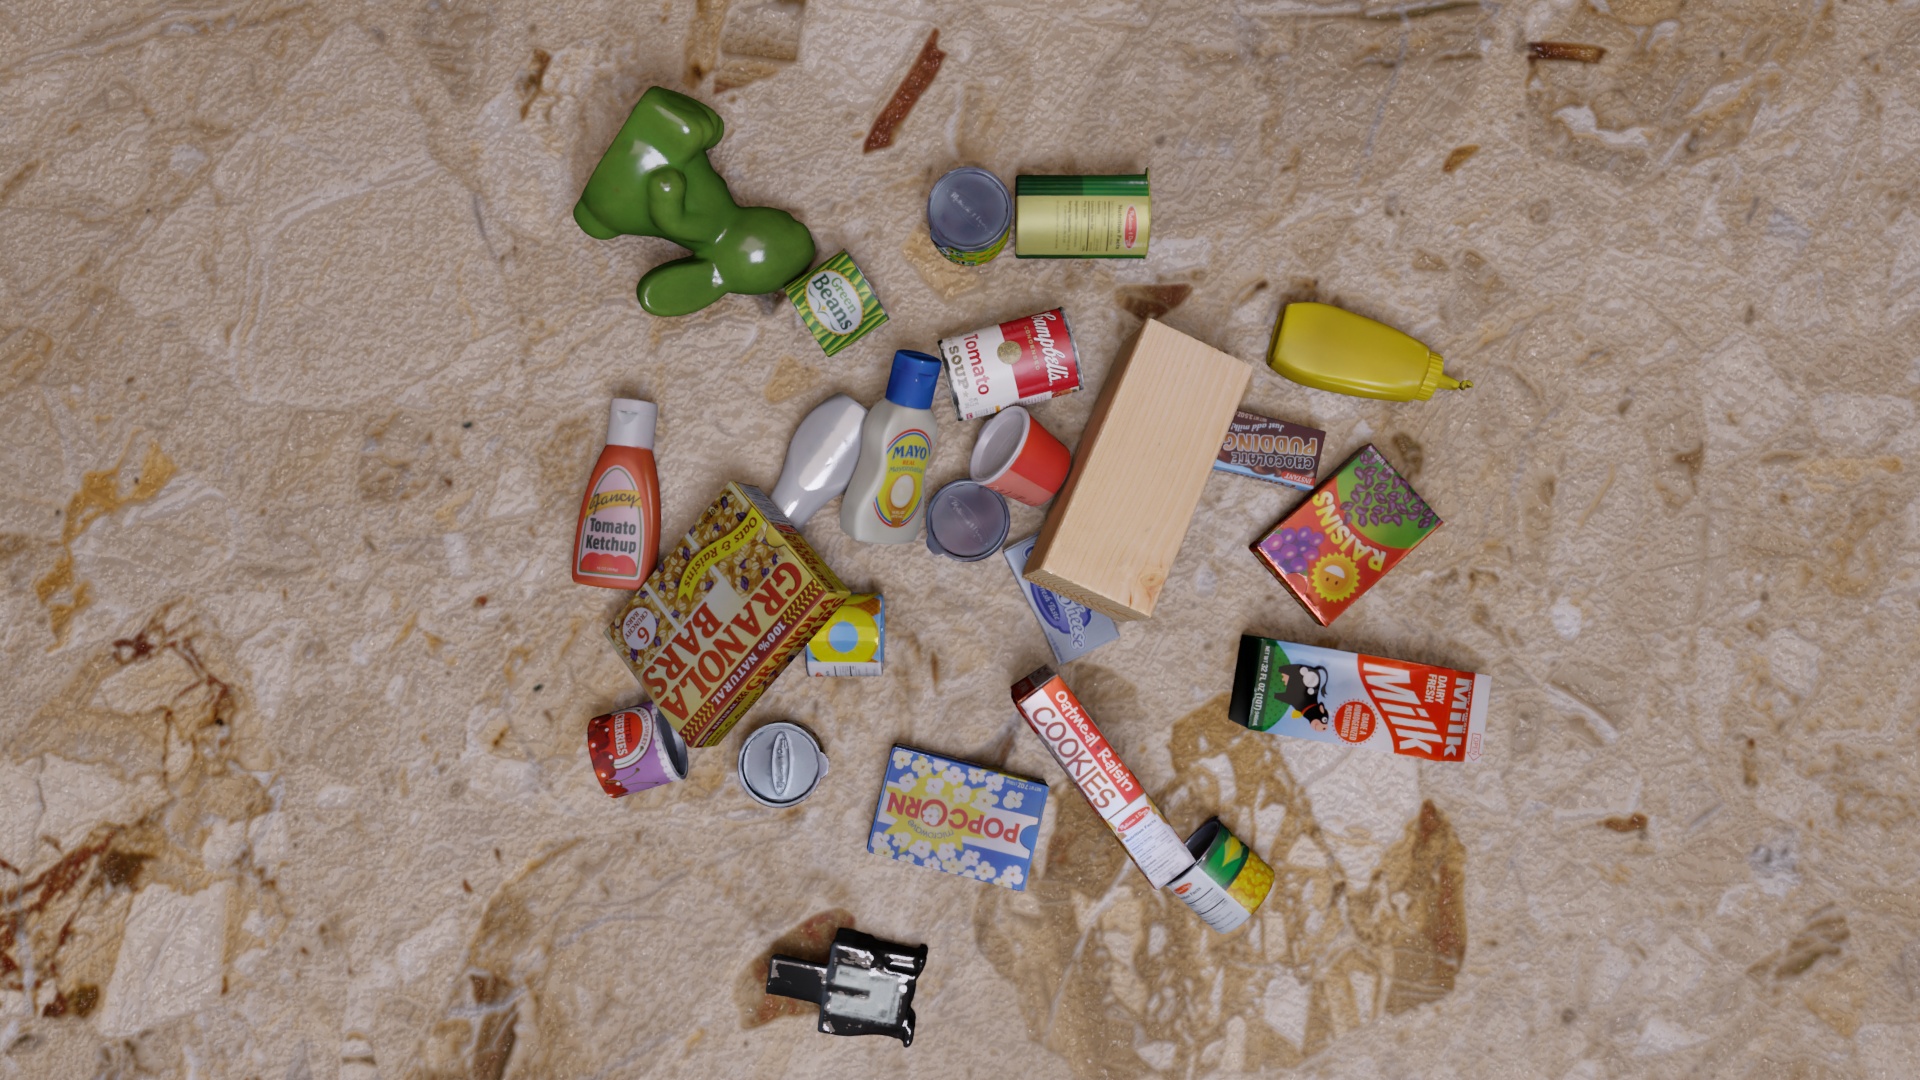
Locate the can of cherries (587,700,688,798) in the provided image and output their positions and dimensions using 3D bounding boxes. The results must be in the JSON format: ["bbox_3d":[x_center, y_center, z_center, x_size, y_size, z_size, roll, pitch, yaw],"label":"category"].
[{"bbox_3d":[-0.250,0.159,1.072,0.058,0.071,0.071,-16,88,0],"label":"can of cherries"}]

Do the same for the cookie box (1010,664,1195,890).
[{"bbox_3d":[0.102,0.173,1.045,0.040,0.123,0.167,-36,88,-2],"label":"cookie box"}]

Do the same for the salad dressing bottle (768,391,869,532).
[{"bbox_3d":[-0.121,-0.046,1.094,0.064,0.044,0.147,36,90,-2],"label":"salad dressing bottle"}]

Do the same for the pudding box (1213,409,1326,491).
[{"bbox_3d":[0.242,-0.072,1.102,0.084,0.030,0.049,14,89,1],"label":"pudding box"}]

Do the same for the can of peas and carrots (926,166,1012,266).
[{"bbox_3d":[0.006,-0.252,1.094,0.071,0.058,0.071,0,88,1],"label":"can of peas and carrots"}]

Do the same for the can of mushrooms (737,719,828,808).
[{"bbox_3d":[-0.137,0.175,1.090,0.071,0.033,0.071,0,87,0],"label":"can of mushrooms"}]

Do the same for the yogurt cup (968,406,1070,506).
[{"bbox_3d":[0.048,-0.062,1.069,0.054,0.072,0.072,31,88,-27],"label":"yogurt cup"}]

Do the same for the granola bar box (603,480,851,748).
[{"bbox_3d":[-0.180,0.056,1.053,0.165,0.039,0.124,-48,67,12],"label":"granola bar box"}]

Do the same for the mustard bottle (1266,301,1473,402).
[{"bbox_3d":[0.325,-0.140,1.095,0.160,0.049,0.065,17,88,0],"label":"mustard bottle"}]

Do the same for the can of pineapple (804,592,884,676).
[{"bbox_3d":[-0.089,0.071,1.078,0.058,0.071,0.071,0,88,0],"label":"can of pineapple"}]

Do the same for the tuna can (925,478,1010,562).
[{"bbox_3d":[0.004,-0.014,1.098,0.071,0.033,0.071,0,88,0],"label":"tuna can"}]

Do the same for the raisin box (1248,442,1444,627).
[{"bbox_3d":[0.303,-0.004,1.095,0.123,0.040,0.086,-41,89,-1],"label":"raisin box"}]

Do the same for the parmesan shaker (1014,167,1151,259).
[{"bbox_3d":[0.094,-0.257,1.090,0.103,0.071,0.071,0,88,1],"label":"parmesan shaker"}]

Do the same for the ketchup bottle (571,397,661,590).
[{"bbox_3d":[-0.265,-0.036,1.094,0.065,0.043,0.149,6,87,3],"label":"ketchup bottle"}]

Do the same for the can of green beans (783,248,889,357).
[{"bbox_3d":[-0.097,-0.185,1.088,0.058,0.071,0.071,-33,88,-1],"label":"can of green beans"}]

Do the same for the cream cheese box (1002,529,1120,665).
[{"bbox_3d":[0.079,0.042,1.100,0.053,0.024,0.104,-27,88,-3],"label":"cream cheese box"}]

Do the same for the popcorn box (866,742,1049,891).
[{"bbox_3d":[-0.002,0.215,1.086,0.127,0.038,0.085,14,87,1],"label":"popcorn box"}]

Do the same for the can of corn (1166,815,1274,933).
[{"bbox_3d":[0.200,0.258,1.072,0.058,0.071,0.071,42,89,1],"label":"can of corn"}]

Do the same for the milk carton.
[{"bbox_3d":[0.312,0.123,1.073,0.191,0.073,0.072,9,88,0],"label":"milk carton"}]

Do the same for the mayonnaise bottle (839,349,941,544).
[{"bbox_3d":[-0.049,-0.071,1.068,0.065,0.041,0.147,1,111,-36],"label":"mayonnaise bottle"}]
